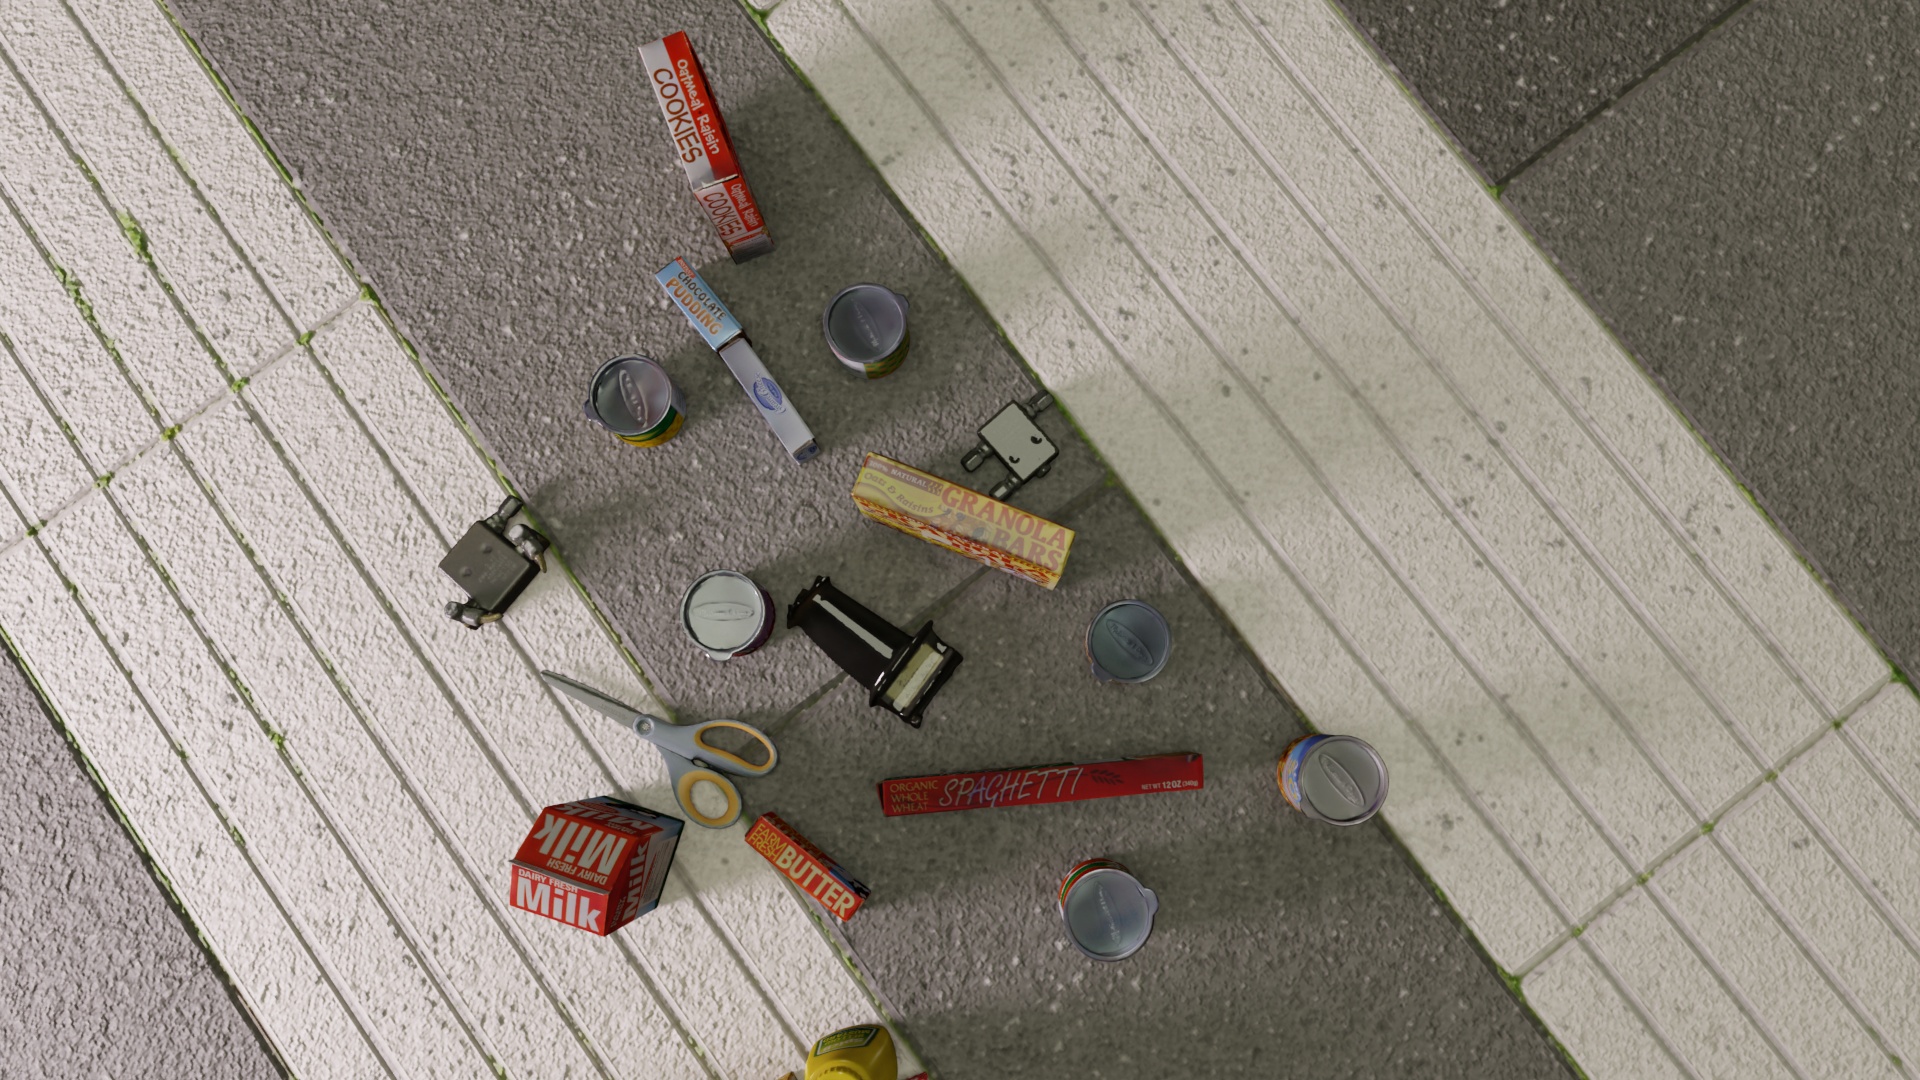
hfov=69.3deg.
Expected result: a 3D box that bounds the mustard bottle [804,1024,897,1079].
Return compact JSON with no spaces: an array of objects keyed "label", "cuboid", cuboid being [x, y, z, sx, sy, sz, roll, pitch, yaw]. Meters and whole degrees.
[{"label":"mustard bottle","cuboid":[-0.081,0.388,0.998,0.065,0.160,0.049,-13,83,0]}]

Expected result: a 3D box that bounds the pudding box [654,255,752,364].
[{"label":"pudding box","cuboid":[-0.209,-0.188,1.133,0.030,0.049,0.084,-39,84,-4]}]

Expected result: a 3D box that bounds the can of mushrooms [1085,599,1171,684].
[{"label":"can of mushrooms","cuboid":[0.131,0.082,1.099,0.071,0.033,0.071,0,82,1]}]

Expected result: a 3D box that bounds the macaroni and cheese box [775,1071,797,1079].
[{"label":"macaroni and cheese box","cuboid":[-0.177,0.445,0.989,0.124,0.166,0.040,-29,83,-3]}]

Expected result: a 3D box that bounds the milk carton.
[{"label":"milk carton","cuboid":[-0.264,0.234,1.006,0.072,0.190,0.073,17,84,3]}]

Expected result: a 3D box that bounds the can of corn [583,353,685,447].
[{"label":"can of corn","cuboid":[-0.262,-0.111,1.119,0.071,0.058,0.071,0,83,1]}]

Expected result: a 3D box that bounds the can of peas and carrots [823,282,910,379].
[{"label":"can of peas and carrots","cuboid":[-0.073,-0.170,1.124,0.071,0.058,0.071,0,83,1]}]

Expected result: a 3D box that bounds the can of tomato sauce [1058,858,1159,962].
[{"label":"can of tomato sauce","cuboid":[0.110,0.276,1.049,0.071,0.083,0.071,0,83,1]}]

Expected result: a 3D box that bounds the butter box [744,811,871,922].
[{"label":"butter box","cuboid":[-0.118,0.251,1.071,0.103,0.053,0.024,37,85,5]}]

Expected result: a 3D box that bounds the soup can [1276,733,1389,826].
[{"label":"soup can","cuboid":[0.279,0.182,1.058,0.071,0.083,0.071,0,83,1]}]

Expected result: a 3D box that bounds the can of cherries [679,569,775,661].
[{"label":"can of cherries","cuboid":[-0.183,0.061,1.095,0.071,0.058,0.071,0,83,1]}]

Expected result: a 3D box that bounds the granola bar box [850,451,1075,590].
[{"label":"granola bar box","cuboid":[0.004,-0.013,1.069,0.166,0.124,0.039,21,84,4]}]

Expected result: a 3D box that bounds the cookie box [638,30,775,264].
[{"label":"cookie box","cuboid":[-0.195,-0.303,1.089,0.040,0.167,0.123,-22,83,-2]}]

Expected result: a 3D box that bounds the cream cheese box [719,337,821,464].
[{"label":"cream cheese box","cuboid":[-0.152,-0.111,1.120,0.024,0.053,0.104,-35,83,-3]}]

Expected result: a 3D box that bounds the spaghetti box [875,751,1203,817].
[{"label":"spaghetti box","cuboid":[0.061,0.188,1.078,0.250,0.050,0.029,-5,83,0]}]
